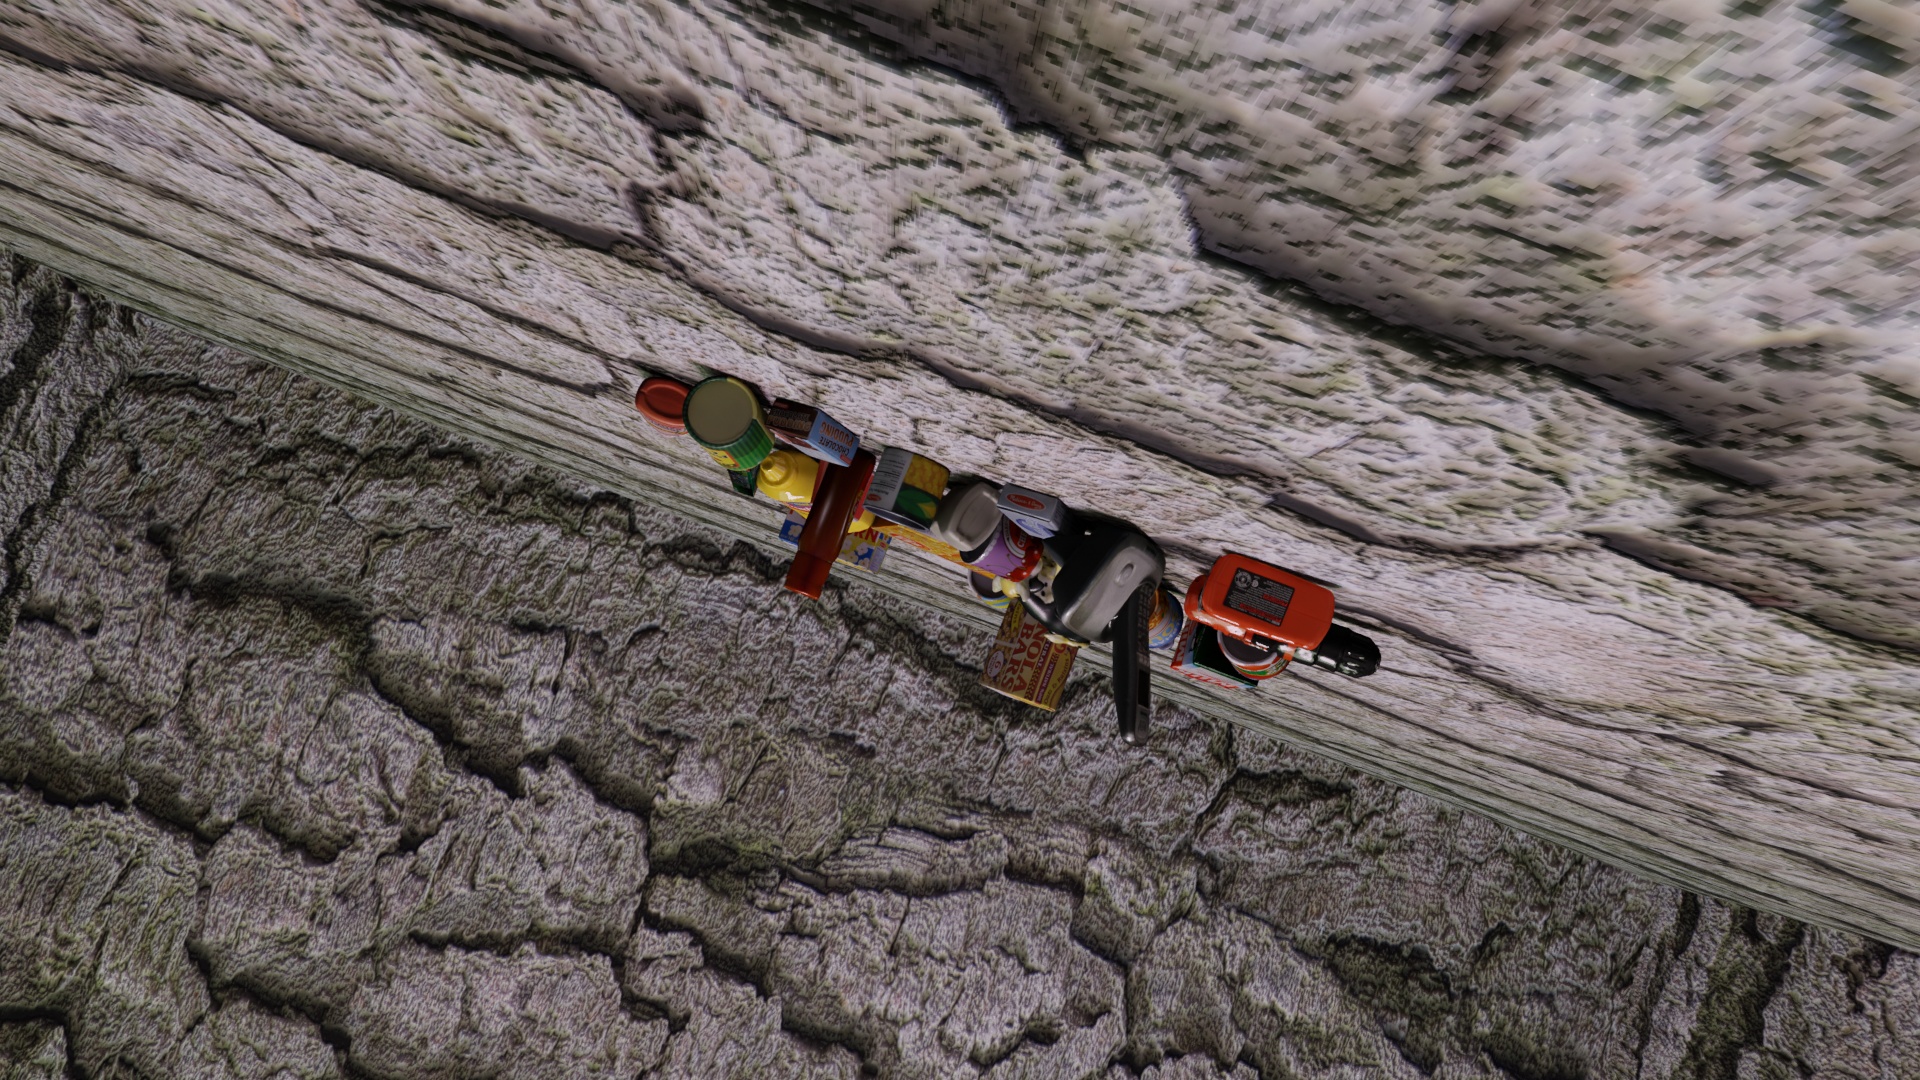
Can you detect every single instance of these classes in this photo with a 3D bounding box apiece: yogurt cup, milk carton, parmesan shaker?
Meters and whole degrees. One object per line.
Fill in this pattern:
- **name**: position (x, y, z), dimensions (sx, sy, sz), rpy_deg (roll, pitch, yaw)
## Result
- **yogurt cup**: position (-0.124, -0.054, 1.461), dimensions (0.072, 0.054, 0.072), rpy_deg (19, 173, 3)
- **milk carton**: position (0.287, 0.120, 1.549), dimensions (0.073, 0.072, 0.190), rpy_deg (20, 172, 1)
- **parmesan shaker**: position (-0.208, -0.106, 1.240), dimensions (0.071, 0.071, 0.103), rpy_deg (20, 173, 4)

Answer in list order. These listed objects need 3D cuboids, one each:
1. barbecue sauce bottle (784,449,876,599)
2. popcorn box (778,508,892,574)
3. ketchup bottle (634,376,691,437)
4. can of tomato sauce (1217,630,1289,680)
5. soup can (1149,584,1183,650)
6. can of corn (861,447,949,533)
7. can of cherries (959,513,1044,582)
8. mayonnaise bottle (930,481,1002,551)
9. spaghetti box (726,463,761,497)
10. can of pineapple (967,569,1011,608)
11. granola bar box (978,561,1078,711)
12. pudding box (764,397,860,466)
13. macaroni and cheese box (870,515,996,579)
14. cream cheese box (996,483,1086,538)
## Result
- **barbecue sauce bottle**: position (-0.128, -0.018, 1.349), dimensions (0.044, 0.148, 0.065), rpy_deg (22, 173, -6)
- **popcorn box**: position (-0.145, -0.020, 1.669), dimensions (0.127, 0.085, 0.038), rpy_deg (18, 172, 19)
- **ketchup bottle**: position (-0.292, -0.130, 1.395), dimensions (0.065, 0.043, 0.148), rpy_deg (21, 174, -9)
- **can of tomato sauce**: position (0.296, 0.101, 1.386), dimensions (0.071, 0.071, 0.083), rpy_deg (18, 172, 22)
- **soup can**: position (0.195, 0.076, 1.478), dimensions (0.071, 0.071, 0.083), rpy_deg (17, 172, 29)
- **can of corn**: position (-0.048, -0.045, 1.270), dimensions (0.071, 0.058, 0.071), rpy_deg (20, 173, 3)
- **can of cherries**: position (0.042, 0.000, 1.347), dimensions (0.058, 0.071, 0.071), rpy_deg (24, 172, -26)
- **mayonnaise bottle**: position (0.000, -0.024, 1.303), dimensions (0.041, 0.065, 0.148), rpy_deg (36, 174, -10)
- **spaghetti box**: position (-0.237, -0.088, 1.546), dimensions (0.029, 0.050, 0.250), rpy_deg (19, 174, -5)
- **can of pineapple**: position (0.048, 0.048, 1.722), dimensions (0.071, 0.071, 0.058), rpy_deg (19, 173, 16)
- **granola bar box**: position (0.093, 0.106, 1.619), dimensions (0.039, 0.165, 0.124), rpy_deg (26, 172, -28)
- **pudding box**: position (-0.131, -0.096, 1.241), dimensions (0.050, 0.030, 0.083), rpy_deg (18, 173, 27)
- **macaroni and cheese box**: position (-0.007, -0.001, 1.594), dimensions (0.166, 0.040, 0.123), rpy_deg (23, 173, -16)
- **cream cheese box**: position (0.075, -0.020, 1.251), dimensions (0.053, 0.024, 0.103), rpy_deg (18, 173, 23)
